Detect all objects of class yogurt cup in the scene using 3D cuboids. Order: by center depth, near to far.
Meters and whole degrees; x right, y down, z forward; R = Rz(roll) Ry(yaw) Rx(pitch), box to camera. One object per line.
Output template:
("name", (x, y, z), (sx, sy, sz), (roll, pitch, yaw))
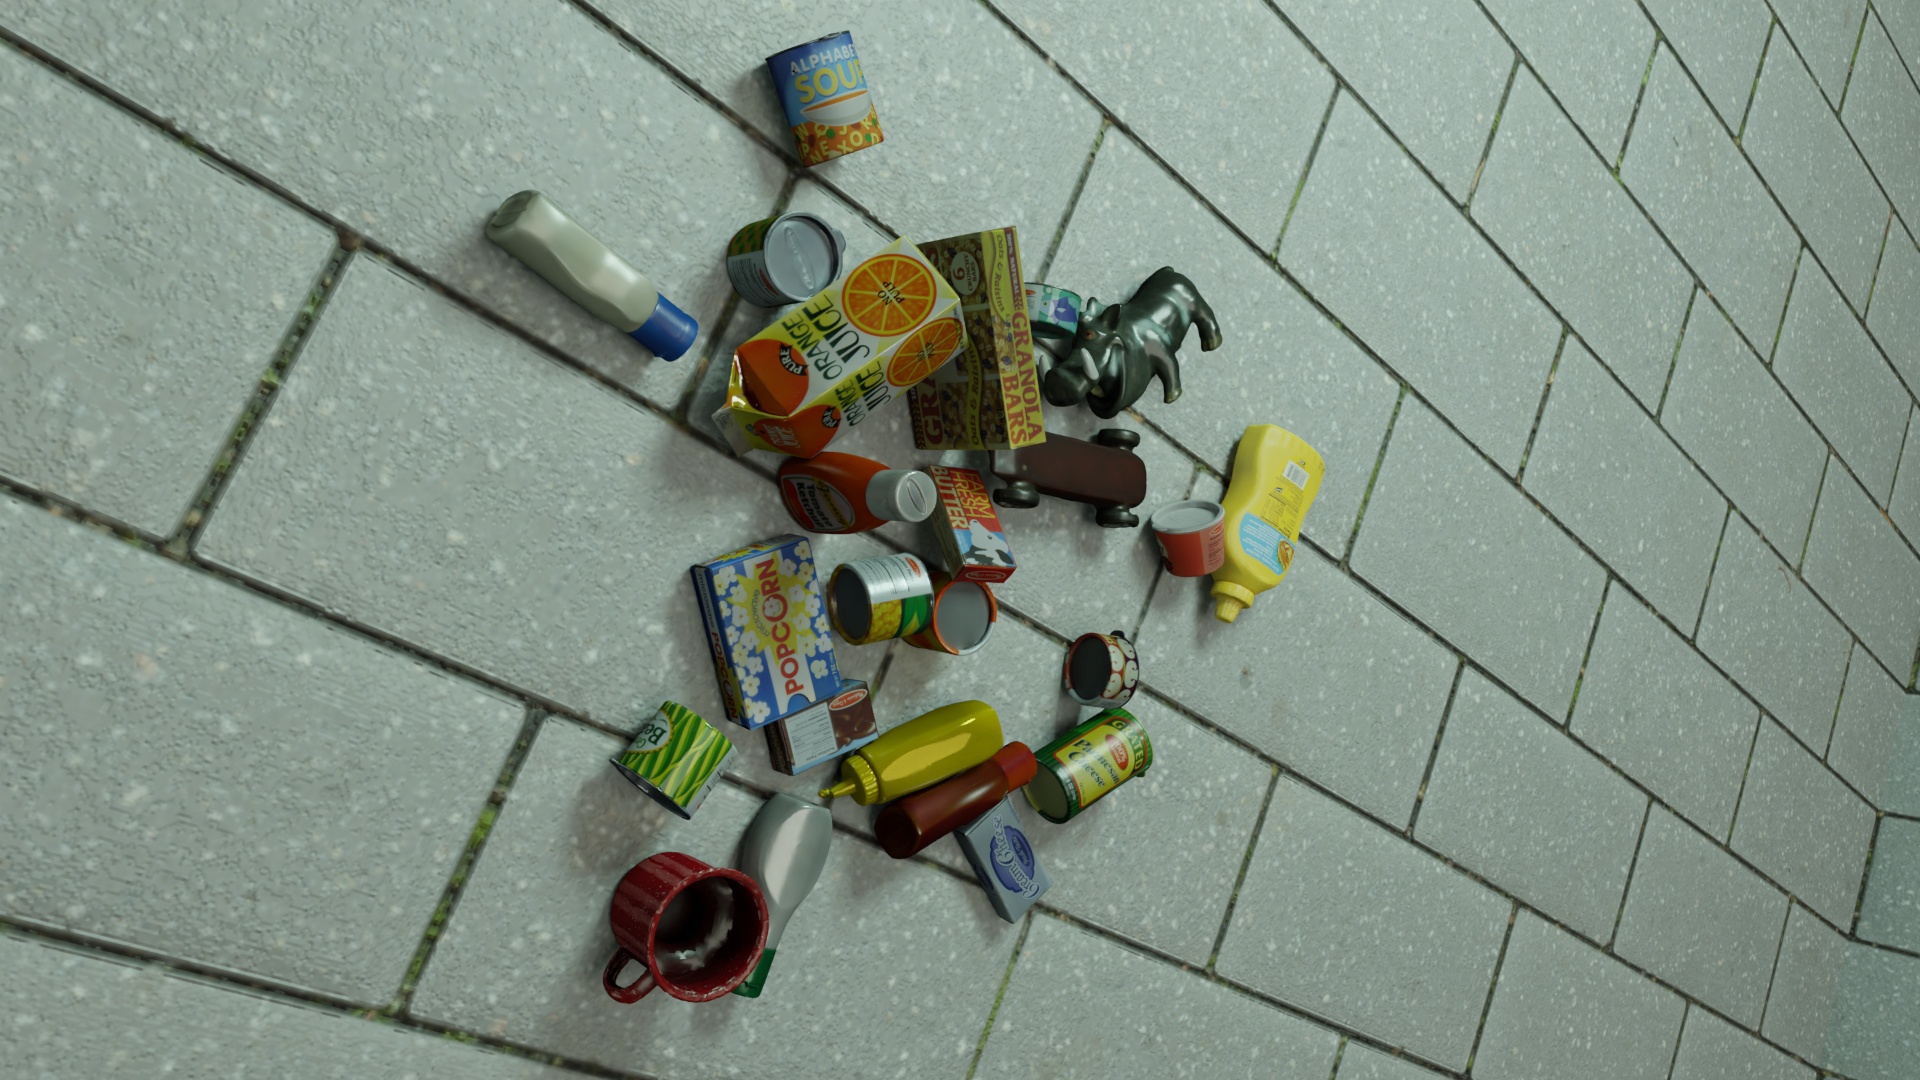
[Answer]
("yogurt cup", (0.214, -0.001, 1.292), (0.073, 0.072, 0.053), (-28, 117, -32))

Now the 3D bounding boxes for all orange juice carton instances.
("orange juice carton", (-0.093, -0.129, 1.014), (0.193, 0.073, 0.071), (-36, 159, -8))

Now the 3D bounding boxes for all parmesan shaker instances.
("parmesan shaker", (0.112, 0.200, 1.222), (0.103, 0.071, 0.071), (-26, 108, -33))

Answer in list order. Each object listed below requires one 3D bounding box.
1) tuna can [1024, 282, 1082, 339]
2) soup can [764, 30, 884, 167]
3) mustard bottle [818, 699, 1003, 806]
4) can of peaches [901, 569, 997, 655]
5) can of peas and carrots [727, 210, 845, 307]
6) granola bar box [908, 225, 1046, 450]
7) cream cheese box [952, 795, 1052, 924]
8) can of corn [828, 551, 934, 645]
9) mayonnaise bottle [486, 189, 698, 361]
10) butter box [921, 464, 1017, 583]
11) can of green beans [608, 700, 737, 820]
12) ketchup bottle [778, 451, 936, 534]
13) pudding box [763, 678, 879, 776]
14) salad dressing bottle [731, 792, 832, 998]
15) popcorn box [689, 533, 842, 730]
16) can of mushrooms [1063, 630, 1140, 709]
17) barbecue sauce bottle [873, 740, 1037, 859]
("tuna can", (0.069, -0.192, 1.170), (0.071, 0.071, 0.033), (12, 87, -37))
("soup can", (-0.099, -0.328, 1.033), (0.071, 0.071, 0.083), (-30, 110, -32))
("mustard bottle", (-0.044, 0.175, 1.111), (0.161, 0.065, 0.048), (-20, 100, -28))
("can of peaches", (-0.014, 0.056, 1.127), (0.071, 0.058, 0.071), (-3, 95, -37))
("can of peas and carrots", (-0.128, -0.208, 1.026), (0.071, 0.058, 0.071), (-3, 94, -37))
("granola bar box", (0.002, -0.154, 1.085), (0.039, 0.124, 0.165), (-16, 102, -36))
("cream cheese box", (0.037, 0.273, 1.198), (0.053, 0.024, 0.103), (-38, 114, -29))
("can of corn", (-0.063, 0.048, 1.086), (0.058, 0.071, 0.071), (-9, 98, -35))
("mayonnaise bottle", (-0.245, -0.177, 0.941), (0.148, 0.065, 0.041), (37, 74, -36))
("butter box", (0.004, -0.014, 1.121), (0.053, 0.024, 0.104), (5, 51, -36))
("can of green beans", (-0.201, 0.156, 0.987), (0.071, 0.071, 0.058), (48, 65, -29))
("ketchup bottle", (-0.075, -0.034, 1.019), (0.044, 0.148, 0.064), (-37, 114, -30))
("pudding box", (-0.108, 0.144, 1.078), (0.084, 0.030, 0.049), (-20, 103, -34))
("salad dressing bottle", (-0.144, 0.268, 1.051), (0.064, 0.044, 0.148), (27, 78, -35))
("popcorn box", (-0.144, 0.067, 1.042), (0.085, 0.038, 0.126), (-20, 104, -35))
("can of mushrooms", (0.124, 0.113, 1.228), (0.033, 0.071, 0.071), (11, 86, -35))
("barbecue sauce bottle", (0.001, 0.211, 1.147), (0.149, 0.064, 0.044), (-22, 73, -40))
